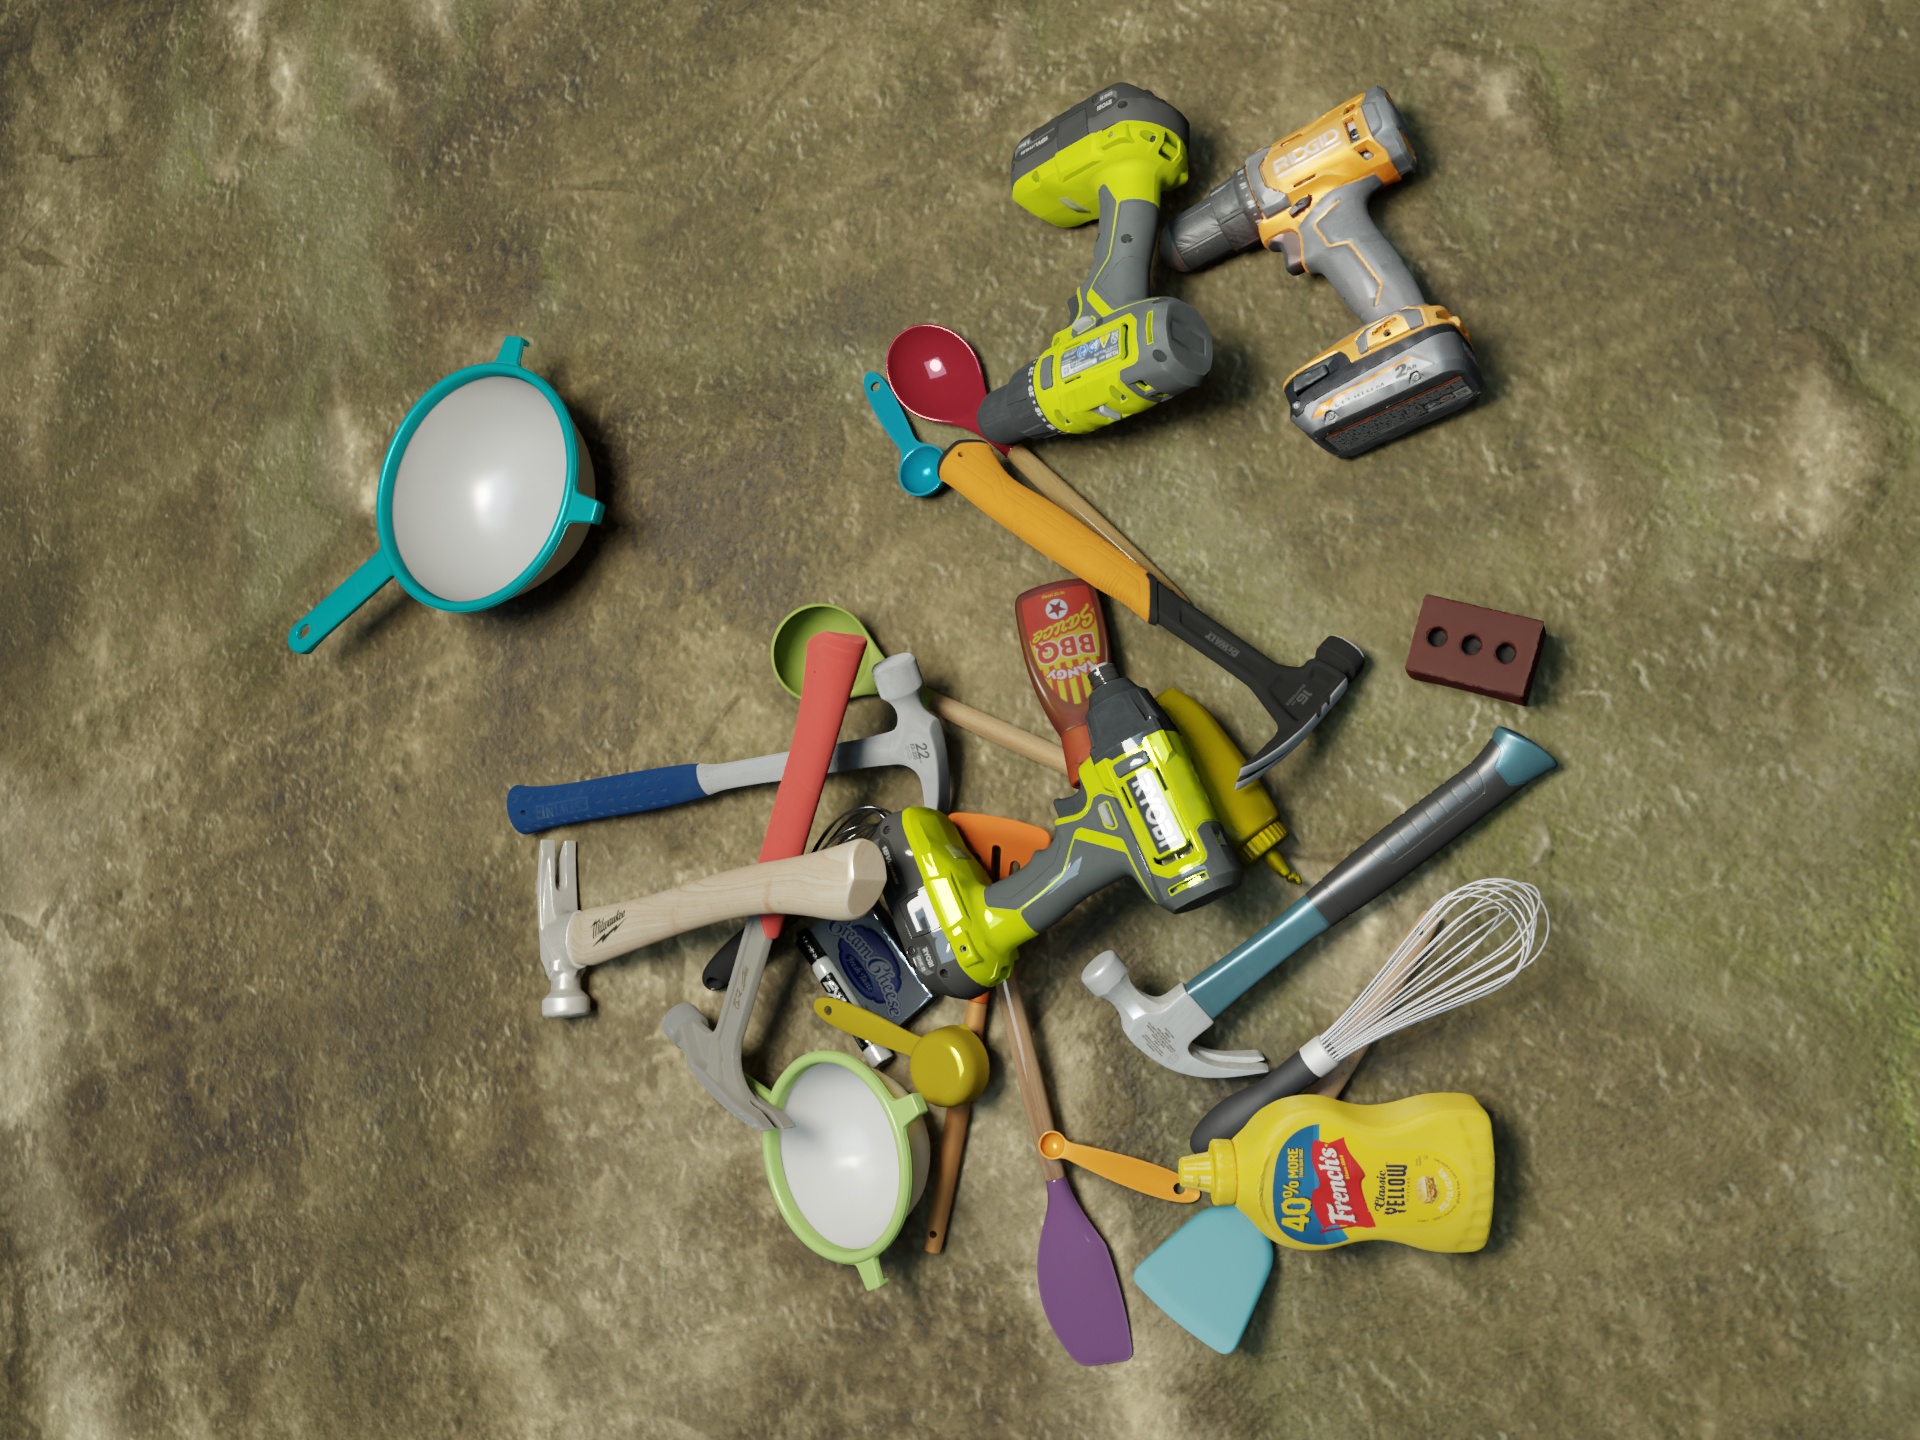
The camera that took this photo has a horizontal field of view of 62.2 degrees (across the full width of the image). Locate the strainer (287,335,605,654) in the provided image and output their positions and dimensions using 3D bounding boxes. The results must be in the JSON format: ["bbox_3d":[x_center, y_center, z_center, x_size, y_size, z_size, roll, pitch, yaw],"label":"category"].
[{"bbox_3d":[-0.432,-0.152,1.362,0.340,0.095,0.211,-35,69,18],"label":"strainer"}]

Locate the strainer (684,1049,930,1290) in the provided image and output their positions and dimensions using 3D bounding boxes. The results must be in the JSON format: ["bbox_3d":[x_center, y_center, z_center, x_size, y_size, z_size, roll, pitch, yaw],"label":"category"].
[{"bbox_3d":[-0.108,0.298,1.195,0.257,0.069,0.151,22,105,41],"label":"strainer"}]

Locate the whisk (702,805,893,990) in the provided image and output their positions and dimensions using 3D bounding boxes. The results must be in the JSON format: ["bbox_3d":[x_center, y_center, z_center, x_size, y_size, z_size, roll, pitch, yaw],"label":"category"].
[{"bbox_3d":[-0.124,0.140,1.203,0.239,0.055,0.055,-43,69,30],"label":"whisk"}]

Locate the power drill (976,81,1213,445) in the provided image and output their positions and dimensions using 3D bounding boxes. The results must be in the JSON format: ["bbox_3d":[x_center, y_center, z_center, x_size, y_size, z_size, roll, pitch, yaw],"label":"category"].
[{"bbox_3d":[0.088,-0.313,1.135,0.190,0.080,0.229,-13,69,45],"label":"power drill"}]

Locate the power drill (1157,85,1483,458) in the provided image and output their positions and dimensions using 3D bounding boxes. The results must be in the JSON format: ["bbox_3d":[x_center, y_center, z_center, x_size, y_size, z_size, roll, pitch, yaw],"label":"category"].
[{"bbox_3d":[0.242,-0.297,1.095,0.185,0.084,0.226,-22,71,27],"label":"power drill"}]

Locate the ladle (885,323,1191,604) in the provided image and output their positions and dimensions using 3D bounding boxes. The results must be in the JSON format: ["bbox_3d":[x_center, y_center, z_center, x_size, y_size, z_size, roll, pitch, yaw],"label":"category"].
[{"bbox_3d":[0.058,-0.187,1.190,0.069,0.031,0.316,-47,71,7],"label":"ladle"}]

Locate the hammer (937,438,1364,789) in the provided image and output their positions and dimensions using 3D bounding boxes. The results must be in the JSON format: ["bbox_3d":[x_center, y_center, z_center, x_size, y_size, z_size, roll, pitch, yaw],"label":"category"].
[{"bbox_3d":[0.110,-0.093,1.116,0.337,0.034,0.127,38,70,20],"label":"hammer"}]

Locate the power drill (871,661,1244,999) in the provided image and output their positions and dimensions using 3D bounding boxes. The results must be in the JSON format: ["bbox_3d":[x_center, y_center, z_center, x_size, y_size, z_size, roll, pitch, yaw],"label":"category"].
[{"bbox_3d":[0.058,0.078,1.071,0.223,0.080,0.171,-29,72,19],"label":"power drill"}]

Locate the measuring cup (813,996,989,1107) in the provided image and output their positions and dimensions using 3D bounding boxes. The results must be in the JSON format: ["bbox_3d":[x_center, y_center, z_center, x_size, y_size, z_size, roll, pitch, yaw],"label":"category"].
[{"bbox_3d":[-0.051,0.235,1.158,0.157,0.029,0.062,17,98,29],"label":"measuring cup"}]

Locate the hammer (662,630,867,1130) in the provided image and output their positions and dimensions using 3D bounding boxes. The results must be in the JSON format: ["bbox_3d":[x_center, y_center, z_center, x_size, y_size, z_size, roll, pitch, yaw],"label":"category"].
[{"bbox_3d":[-0.127,0.110,1.150,0.149,0.036,0.359,30,108,44],"label":"hammer"}]

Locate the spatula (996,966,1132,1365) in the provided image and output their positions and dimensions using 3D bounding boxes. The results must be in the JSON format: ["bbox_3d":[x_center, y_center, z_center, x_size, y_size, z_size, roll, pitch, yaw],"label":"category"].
[{"bbox_3d":[0.058,0.298,1.122,0.060,0.018,0.316,-15,86,20],"label":"spatula"}]

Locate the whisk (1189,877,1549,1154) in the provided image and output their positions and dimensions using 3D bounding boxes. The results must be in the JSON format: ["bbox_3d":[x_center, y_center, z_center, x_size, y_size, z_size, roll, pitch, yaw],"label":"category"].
[{"bbox_3d":[0.255,0.196,1.017,0.284,0.070,0.070,-43,70,18],"label":"whisk"}]

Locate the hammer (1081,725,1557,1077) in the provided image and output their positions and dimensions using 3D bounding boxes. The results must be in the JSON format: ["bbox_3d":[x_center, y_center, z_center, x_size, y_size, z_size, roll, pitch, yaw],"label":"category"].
[{"bbox_3d":[0.246,0.116,1.050,0.331,0.033,0.128,-39,98,9],"label":"hammer"}]

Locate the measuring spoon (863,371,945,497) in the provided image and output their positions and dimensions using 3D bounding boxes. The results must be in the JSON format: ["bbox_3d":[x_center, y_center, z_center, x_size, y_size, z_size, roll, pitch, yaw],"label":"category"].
[{"bbox_3d":[-0.043,-0.224,1.247,0.042,0.021,0.129,-36,63,15],"label":"measuring spoon"}]

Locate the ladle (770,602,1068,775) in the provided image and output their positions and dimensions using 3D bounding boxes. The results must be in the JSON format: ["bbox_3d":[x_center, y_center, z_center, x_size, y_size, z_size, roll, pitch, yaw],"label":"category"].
[{"bbox_3d":[-0.002,-0.004,1.180,0.320,0.062,0.078,25,98,21],"label":"ladle"}]

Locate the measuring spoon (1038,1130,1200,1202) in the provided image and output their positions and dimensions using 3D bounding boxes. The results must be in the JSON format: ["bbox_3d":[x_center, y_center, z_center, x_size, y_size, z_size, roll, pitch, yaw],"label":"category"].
[{"bbox_3d":[0.110,0.310,1.102,0.117,0.011,0.021,18,87,3],"label":"measuring spoon"}]

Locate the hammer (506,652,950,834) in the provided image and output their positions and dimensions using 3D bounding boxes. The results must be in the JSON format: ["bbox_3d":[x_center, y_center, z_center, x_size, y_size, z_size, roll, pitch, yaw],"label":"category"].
[{"bbox_3d":[-0.191,0.051,1.248,0.405,0.035,0.144,-10,107,27],"label":"hammer"}]

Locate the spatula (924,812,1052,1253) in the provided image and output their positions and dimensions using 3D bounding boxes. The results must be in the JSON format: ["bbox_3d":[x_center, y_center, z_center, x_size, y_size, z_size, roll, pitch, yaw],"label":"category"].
[{"bbox_3d":[0.005,0.229,1.157,0.081,0.041,0.322,10,89,18],"label":"spatula"}]

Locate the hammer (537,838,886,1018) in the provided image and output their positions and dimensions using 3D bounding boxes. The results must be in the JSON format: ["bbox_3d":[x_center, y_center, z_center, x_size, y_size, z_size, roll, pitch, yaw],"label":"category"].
[{"bbox_3d":[-0.199,0.128,1.174,0.410,0.038,0.146,-18,72,44],"label":"hammer"}]

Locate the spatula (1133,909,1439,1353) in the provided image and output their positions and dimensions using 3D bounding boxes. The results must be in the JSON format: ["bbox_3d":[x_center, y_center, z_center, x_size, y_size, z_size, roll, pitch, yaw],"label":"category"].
[{"bbox_3d":[0.230,0.263,1.054,0.082,0.044,0.317,33,96,32],"label":"spatula"}]
